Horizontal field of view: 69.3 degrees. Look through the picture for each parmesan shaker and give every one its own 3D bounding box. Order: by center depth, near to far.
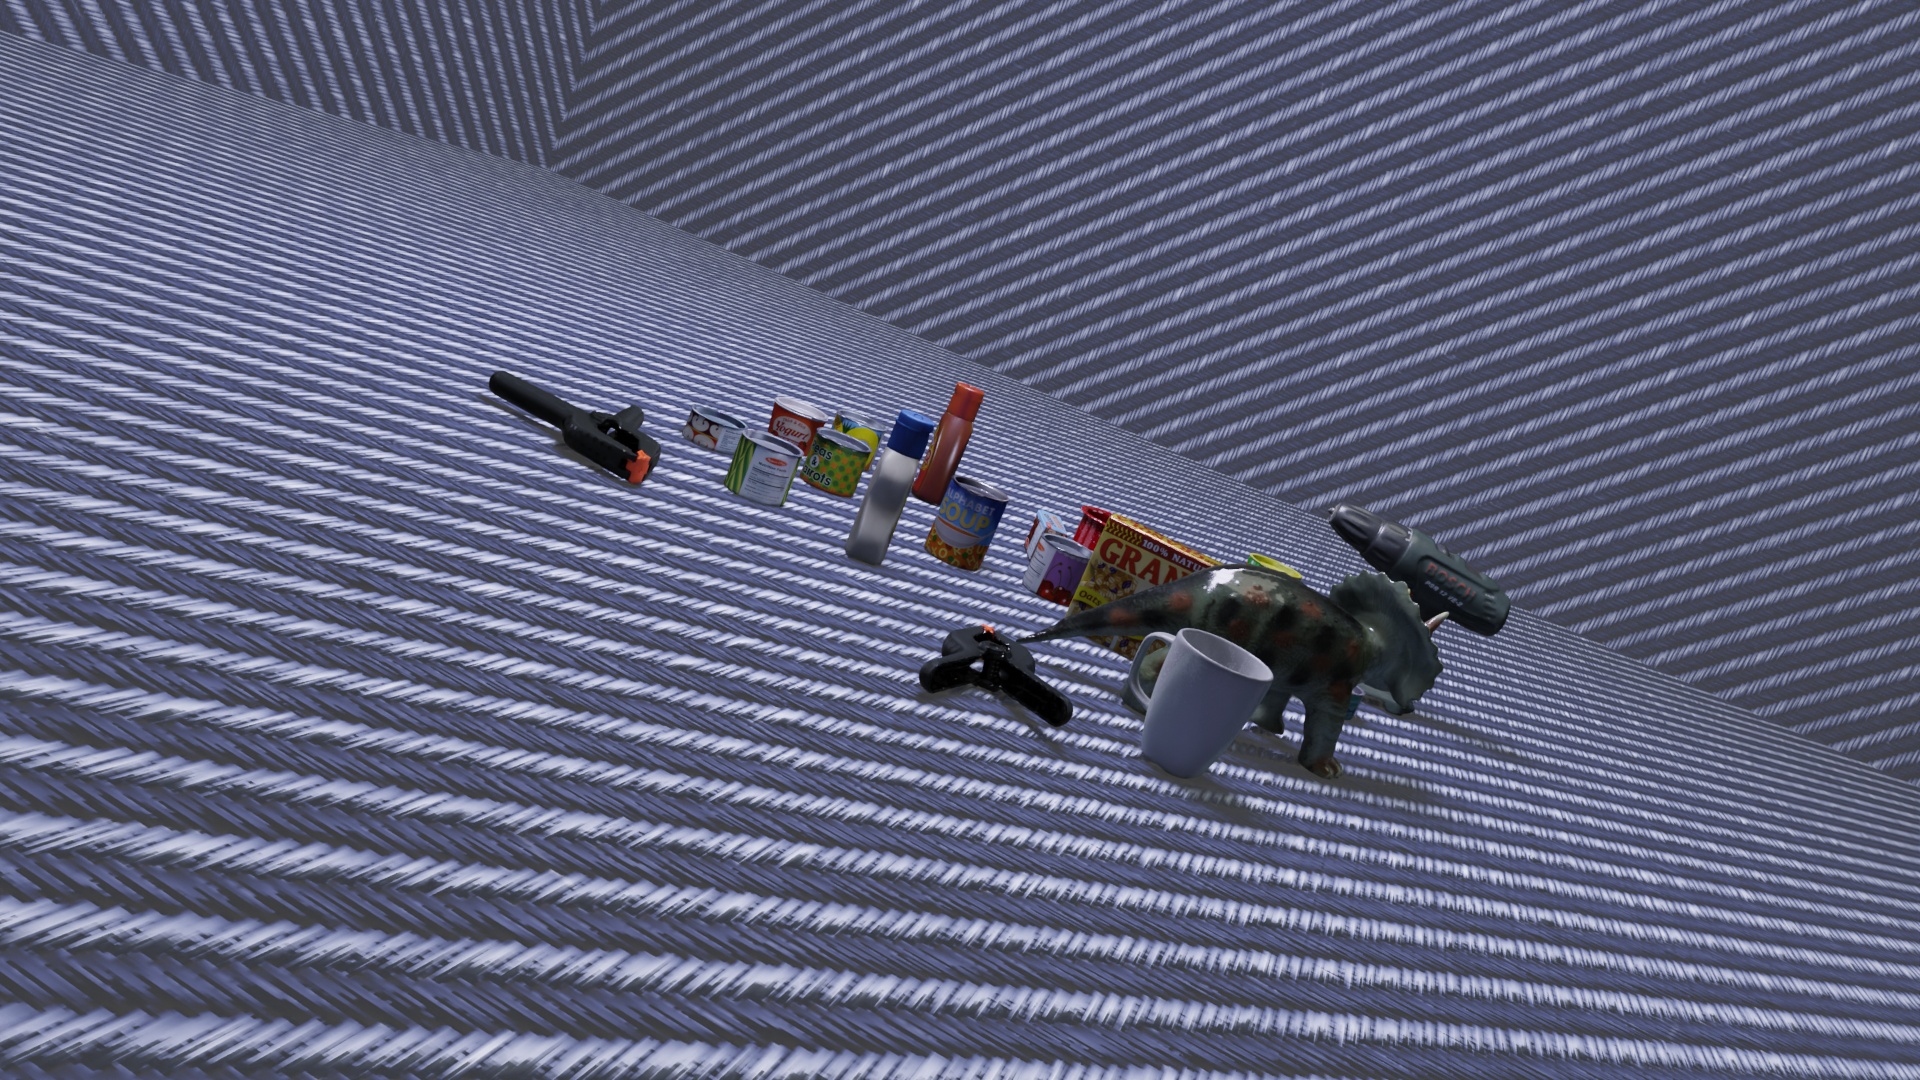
[{"bbox_3d":[0.349,0.075,1.634,0.071,0.102,0.071,22,12,-5],"label":"parmesan shaker"}]

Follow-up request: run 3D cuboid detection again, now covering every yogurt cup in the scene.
[{"bbox_3d":[-0.200,-0.136,1.669,0.072,0.053,0.072,22,13,-5],"label":"yogurt cup"}]

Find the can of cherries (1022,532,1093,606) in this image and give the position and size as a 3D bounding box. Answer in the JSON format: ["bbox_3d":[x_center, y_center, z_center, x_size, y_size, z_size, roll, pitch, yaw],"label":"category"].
[{"bbox_3d":[0.110,0.033,1.500,0.071,0.058,0.071,22,13,-5],"label":"can of cherries"}]

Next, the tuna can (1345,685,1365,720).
[{"bbox_3d":[0.401,0.165,1.514,0.071,0.032,0.071,22,13,-5],"label":"tuna can"}]

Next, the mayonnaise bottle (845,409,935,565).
[{"bbox_3d":[-0.068,-0.052,1.342,0.041,0.147,0.065,22,12,-6],"label":"mayonnaise bottle"}]

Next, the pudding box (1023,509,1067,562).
[{"bbox_3d":[0.100,-0.001,1.642,0.030,0.049,0.084,21,13,-8],"label":"pudding box"}]

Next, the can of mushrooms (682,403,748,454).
[{"bbox_3d":[-0.273,-0.123,1.540,0.071,0.033,0.071,22,13,-5],"label":"can of mushrooms"}]

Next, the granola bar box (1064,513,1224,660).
[{"bbox_3d":[0.200,0.063,1.382,0.166,0.124,0.039,26,13,14],"label":"granola bar box"}]

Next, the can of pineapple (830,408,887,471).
[{"bbox_3d":[-0.134,-0.125,1.729,0.071,0.057,0.071,22,13,-5],"label":"can of pineapple"}]

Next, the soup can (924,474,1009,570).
[{"bbox_3d":[0.005,-0.018,1.474,0.071,0.083,0.071,22,13,-5],"label":"soup can"}]

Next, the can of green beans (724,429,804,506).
[{"bbox_3d":[-0.199,-0.073,1.407,0.071,0.057,0.071,22,13,-5],"label":"can of green beans"}]

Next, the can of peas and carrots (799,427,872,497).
[{"bbox_3d":[-0.142,-0.088,1.561,0.071,0.058,0.071,22,13,-5],"label":"can of peas and carrots"}]

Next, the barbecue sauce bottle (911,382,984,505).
[{"bbox_3d":[-0.014,-0.119,1.702,0.044,0.148,0.065,21,12,-7],"label":"barbecue sauce bottle"}]
